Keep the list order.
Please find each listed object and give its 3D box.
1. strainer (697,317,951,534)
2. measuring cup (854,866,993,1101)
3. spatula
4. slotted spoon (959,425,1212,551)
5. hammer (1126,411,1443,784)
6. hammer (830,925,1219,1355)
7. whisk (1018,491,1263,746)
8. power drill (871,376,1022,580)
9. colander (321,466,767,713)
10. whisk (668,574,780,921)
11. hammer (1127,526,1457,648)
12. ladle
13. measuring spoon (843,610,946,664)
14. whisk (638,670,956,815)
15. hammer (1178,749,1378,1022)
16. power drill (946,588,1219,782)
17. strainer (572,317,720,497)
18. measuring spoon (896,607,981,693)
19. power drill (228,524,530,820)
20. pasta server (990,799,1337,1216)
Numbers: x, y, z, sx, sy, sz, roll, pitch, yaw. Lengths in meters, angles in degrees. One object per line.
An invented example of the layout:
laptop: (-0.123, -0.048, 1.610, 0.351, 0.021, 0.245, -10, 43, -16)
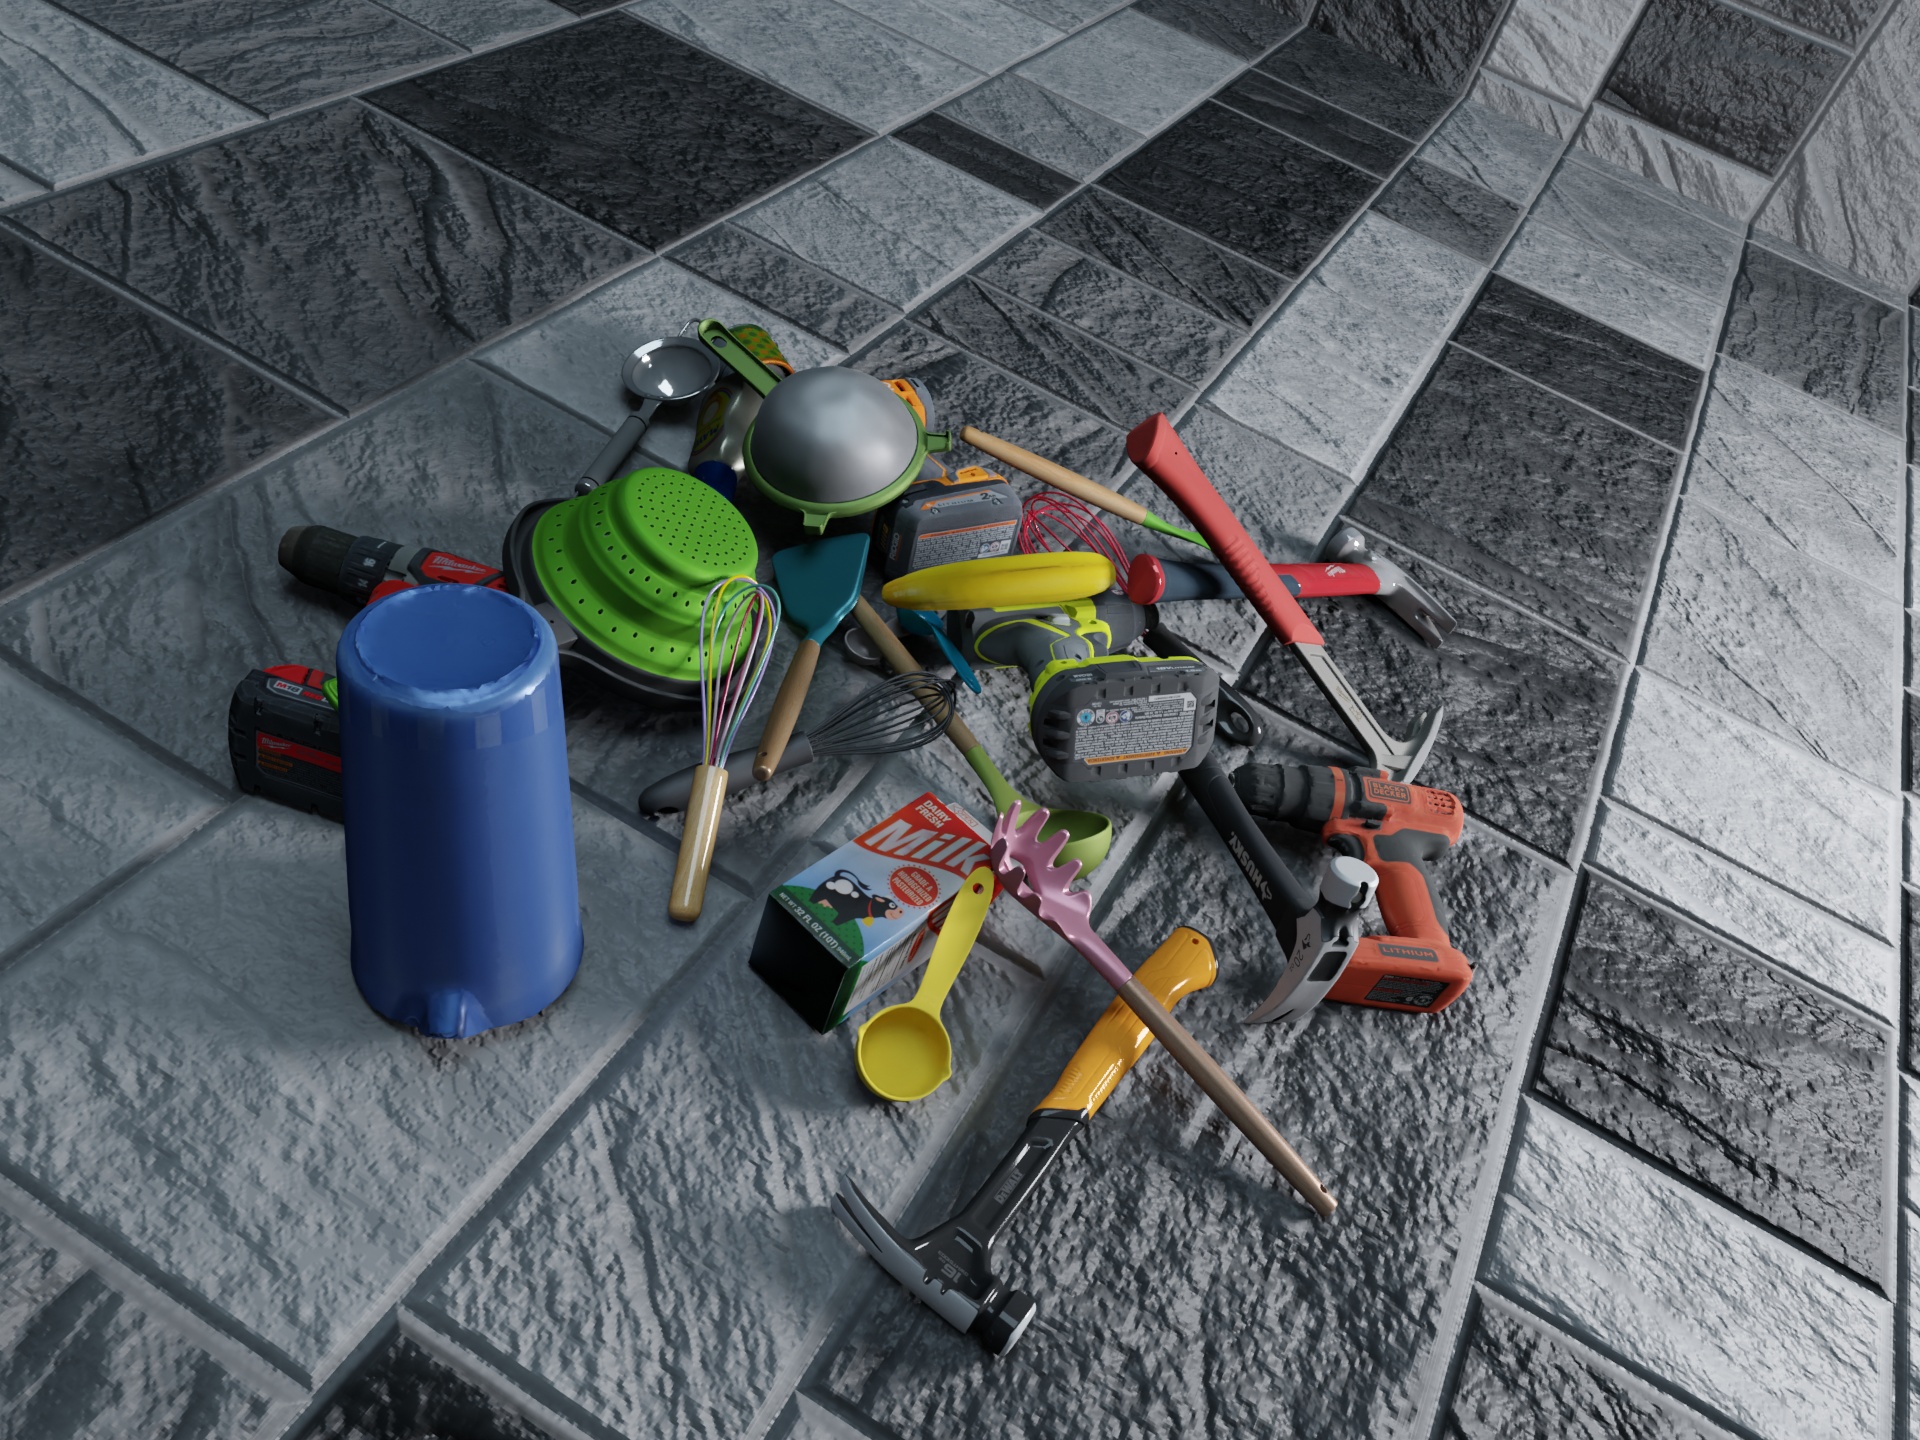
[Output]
strainer: (-0.137, -0.271, 1.292, 0.151, 0.069, 0.257, -36, 63, -21)
measuring cup: (-0.016, 0.161, 0.977, 0.062, 0.029, 0.157, 28, 65, -4)
spatula: (-0.118, -0.050, 1.141, 0.082, 0.044, 0.318, -11, 27, 10)
slotted spoon: (0.138, -0.188, 1.387, 0.313, 0.031, 0.070, 22, 14, -20)
hammer: (0.255, -0.095, 1.260, 0.359, 0.036, 0.149, 52, 49, -11)
hammer: (0.065, 0.226, 0.978, 0.127, 0.034, 0.337, 35, 43, 15)
whisk: (0.148, -0.086, 1.328, 0.073, 0.073, 0.296, -23, 62, -38)
power drill: (-0.066, -0.214, 1.364, 0.164, 0.084, 0.227, -13, 47, -29)
colander: (-0.250, -0.088, 1.067, 0.204, 0.094, 0.397, 47, 33, 7)
whisk: (-0.157, 0.014, 1.052, 0.051, 0.047, 0.245, 3, 67, 11)
hammer: (0.280, -0.109, 1.351, 0.386, 0.038, 0.143, -7, 47, -46)
ladle: (-0.002, -0.004, 1.167, 0.078, 0.062, 0.320, -16, 55, -35)
measuring spoon: (-0.051, -0.069, 1.266, 0.034, 0.018, 0.124, 42, 39, 15)
whisk: (-0.108, 0.019, 1.099, 0.239, 0.055, 0.055, -20, 54, -18)
hammer: (0.190, 0.070, 1.149, 0.035, 0.146, 0.335, 4, 33, -20)
power drill: (0.099, -0.042, 1.195, 0.171, 0.080, 0.223, -6, 27, -14)
strainer: (-0.273, -0.257, 1.357, 0.087, 0.050, 0.259, 12, 46, 11)
measuring spoon: (-0.018, -0.054, 1.222, 0.042, 0.021, 0.129, 24, 23, -42)
power drill: (-0.398, -0.046, 1.056, 0.188, 0.080, 0.227, 19, 38, -3)
pasta server: (0.125, 0.181, 0.993, 0.316, 0.040, 0.060, 48, 37, 8)
